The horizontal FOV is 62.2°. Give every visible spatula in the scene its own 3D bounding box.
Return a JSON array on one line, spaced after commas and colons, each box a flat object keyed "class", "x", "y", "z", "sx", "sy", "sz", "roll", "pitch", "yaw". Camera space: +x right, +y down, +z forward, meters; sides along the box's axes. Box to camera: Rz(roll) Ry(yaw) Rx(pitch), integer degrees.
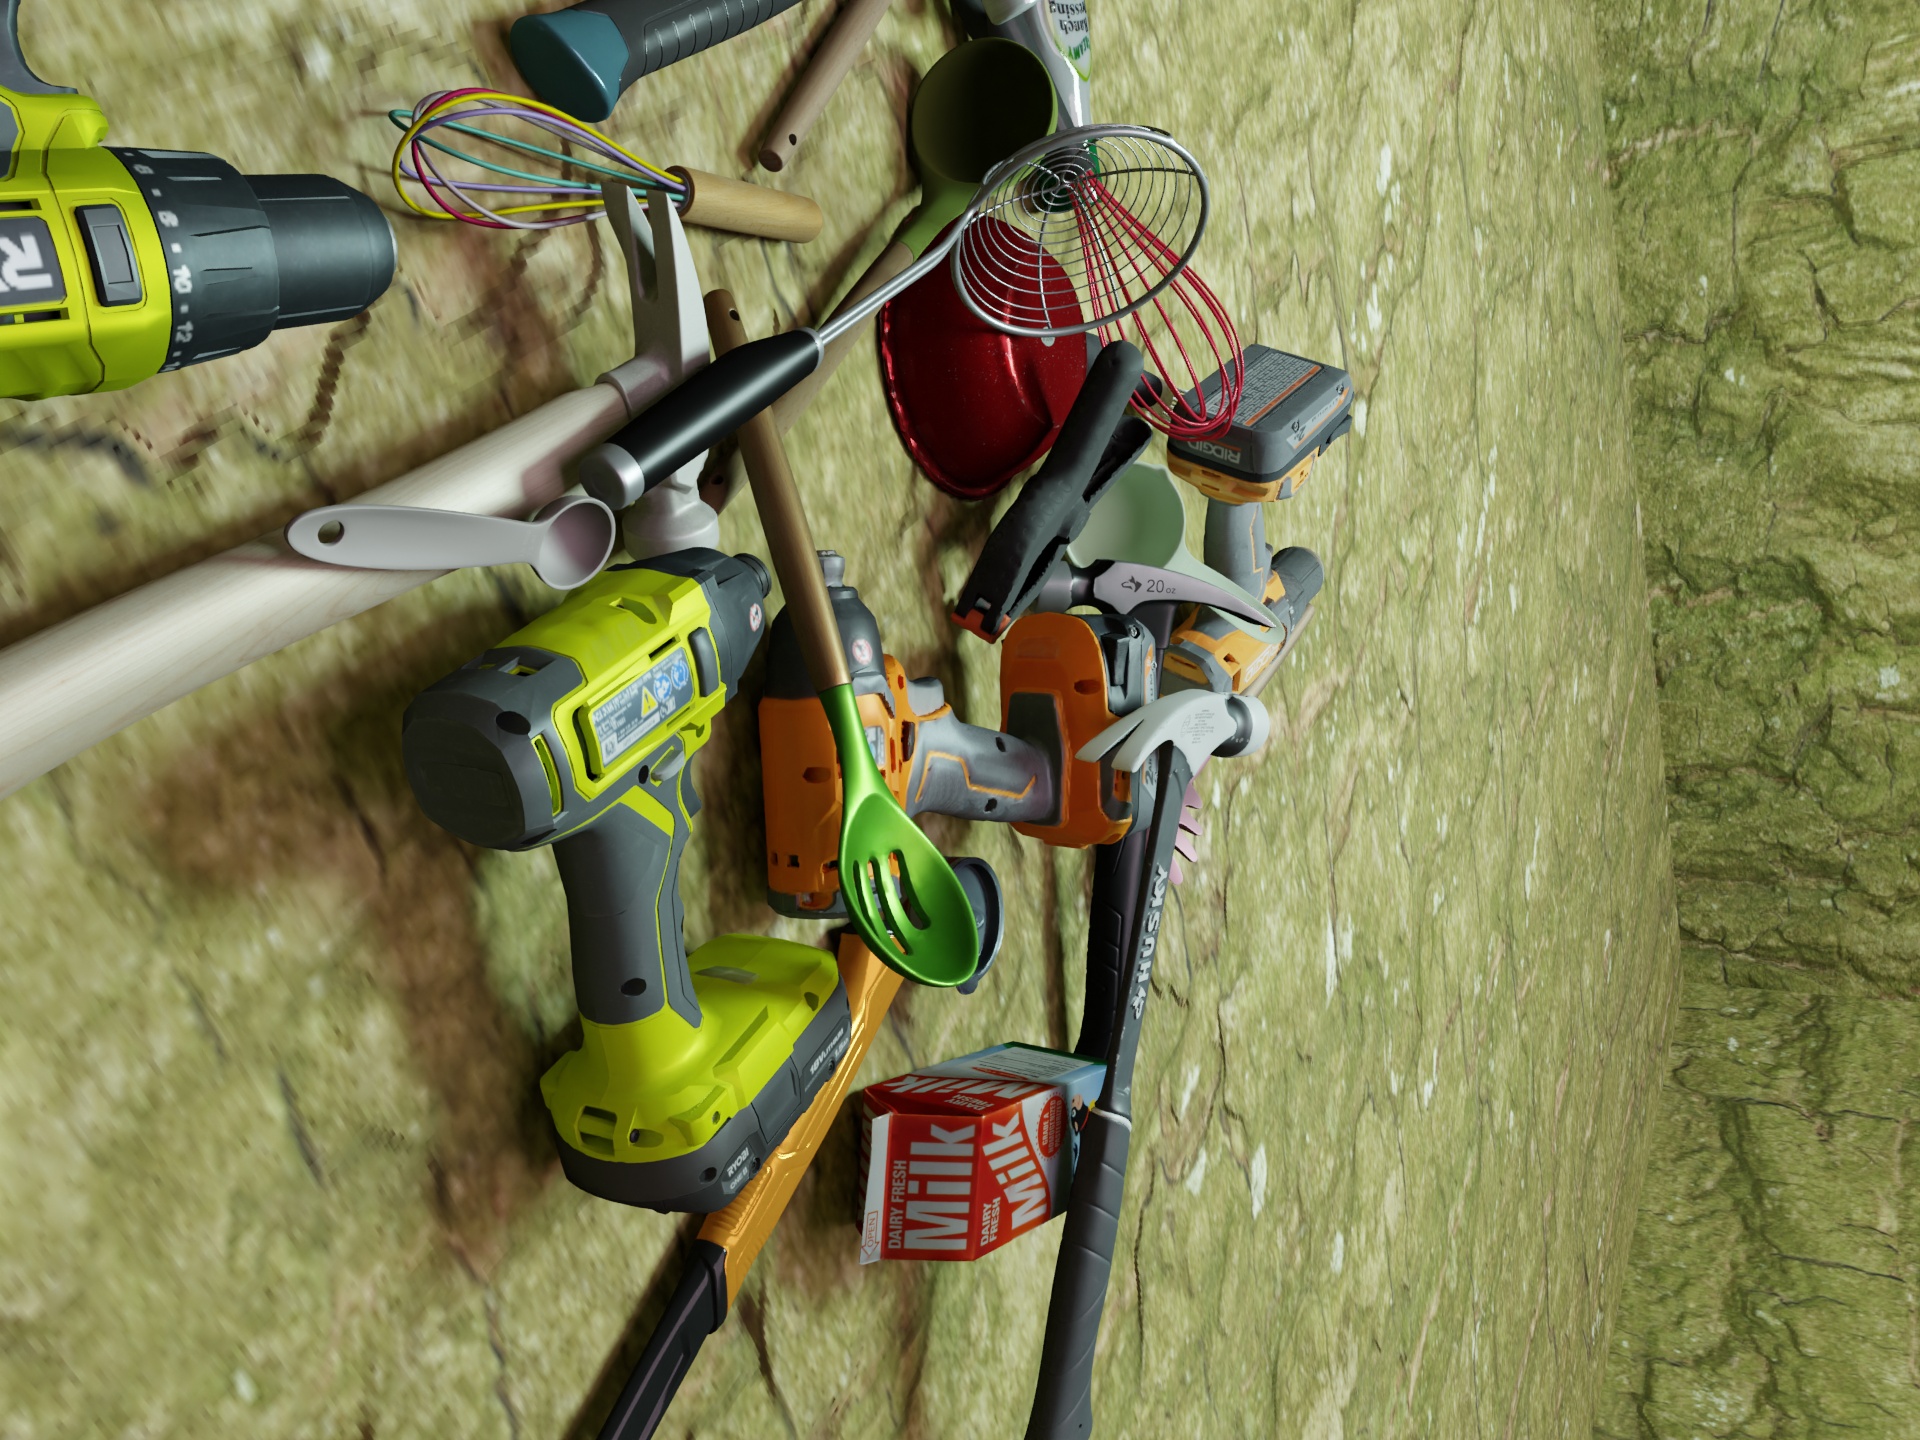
[{"class": "spatula", "x": -0.034, "y": -0.374, "z": 0.796, "sx": 0.059, "sy": 0.018, "sz": 0.316, "roll": 54, "pitch": 47, "yaw": -40}]

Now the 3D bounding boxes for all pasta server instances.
[{"class": "pasta server", "x": 0.181, "y": 0.010, "z": 1.088, "sx": 0.316, "sy": 0.060, "sz": 0.040, "roll": -47, "pitch": 113, "yaw": -41}]

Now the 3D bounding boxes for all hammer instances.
[{"class": "hammer", "x": -0.073, "y": -0.334, "z": 0.704, "sx": 0.331, "sy": 0.033, "sz": 0.128, "roll": -49, "pitch": 117, "yaw": -42}, {"class": "hammer", "x": 0.102, "y": 0.073, "z": 0.949, "sx": 0.035, "sy": 0.146, "sz": 0.334, "roll": -146, "pitch": -122, "yaw": -76}, {"class": "hammer", "x": 0.078, "y": 0.186, "z": 0.805, "sx": 0.149, "sy": 0.036, "sz": 0.409, "roll": -1, "pitch": 102, "yaw": -56}, {"class": "hammer", "x": -0.095, "y": 0.228, "z": 0.693, "sx": 0.127, "sy": 0.034, "sz": 0.337, "roll": 62, "pitch": 42, "yaw": -36}, {"class": "hammer", "x": -0.213, "y": -0.045, "z": 0.477, "sx": 0.411, "sy": 0.038, "sz": 0.146, "roll": -42, "pitch": 141, "yaw": -47}]

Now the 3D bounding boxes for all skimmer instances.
[{"class": "skimmer", "x": -0.010, "y": -0.161, "z": 0.671, "sx": 0.090, "sy": 0.127, "sz": 0.363, "roll": 40, "pitch": 48, "yaw": 3}]

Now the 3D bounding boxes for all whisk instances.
[{"class": "whisk", "x": 0.143, "y": -0.206, "z": 1.051, "sx": 0.284, "sy": 0.070, "sz": 0.070, "roll": 10, "pitch": 82, "yaw": -52}, {"class": "whisk", "x": 0.075, "y": -0.286, "z": 0.885, "sx": 0.295, "sy": 0.073, "sz": 0.073, "roll": 58, "pitch": 42, "yaw": -15}, {"class": "whisk", "x": -0.131, "y": -0.211, "z": 0.633, "sx": 0.245, "sy": 0.051, "sz": 0.047, "roll": -18, "pitch": 127, "yaw": -60}]

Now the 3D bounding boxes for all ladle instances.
[{"class": "ladle", "x": -0.042, "y": -0.215, "z": 0.754, "sx": 0.320, "sy": 0.078, "sz": 0.062, "roll": -60, "pitch": 159, "yaw": -30}]

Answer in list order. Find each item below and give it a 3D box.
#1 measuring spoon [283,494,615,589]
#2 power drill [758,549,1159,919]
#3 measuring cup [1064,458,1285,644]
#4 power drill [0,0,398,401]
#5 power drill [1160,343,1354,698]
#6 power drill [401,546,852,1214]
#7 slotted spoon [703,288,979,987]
[{"class": "measuring spoon", "x": -0.163, "y": -0.061, "z": 0.513, "sx": 0.124, "sy": 0.018, "sz": 0.034, "roll": -6, "pitch": 122, "yaw": -54}, {"class": "power drill", "x": -0.001, "y": -0.002, "z": 0.773, "sx": 0.226, "sy": 0.084, "sz": 0.164, "roll": -8, "pitch": 98, "yaw": -44}, {"class": "measuring cup", "x": 0.129, "y": -0.096, "z": 0.967, "sx": 0.167, "sy": 0.038, "sz": 0.083, "roll": 33, "pitch": 96, "yaw": -19}, {"class": "power drill", "x": -0.247, "y": -0.192, "z": 0.388, "sx": 0.190, "sy": 0.080, "sz": 0.228, "roll": -23, "pitch": 112, "yaw": -44}, {"class": "power drill", "x": 0.199, "y": -0.129, "z": 1.052, "sx": 0.185, "sy": 0.084, "sz": 0.226, "roll": -40, "pitch": 144, "yaw": -38}, {"class": "power drill", "x": -0.108, "y": 0.054, "z": 0.599, "sx": 0.171, "sy": 0.080, "sz": 0.223, "roll": -46, "pitch": 136, "yaw": -52}, {"class": "slotted spoon", "x": -0.059, "y": -0.037, "z": 0.668, "sx": 0.070, "sy": 0.031, "sz": 0.314, "roll": -6, "pitch": 76, "yaw": -53}]
